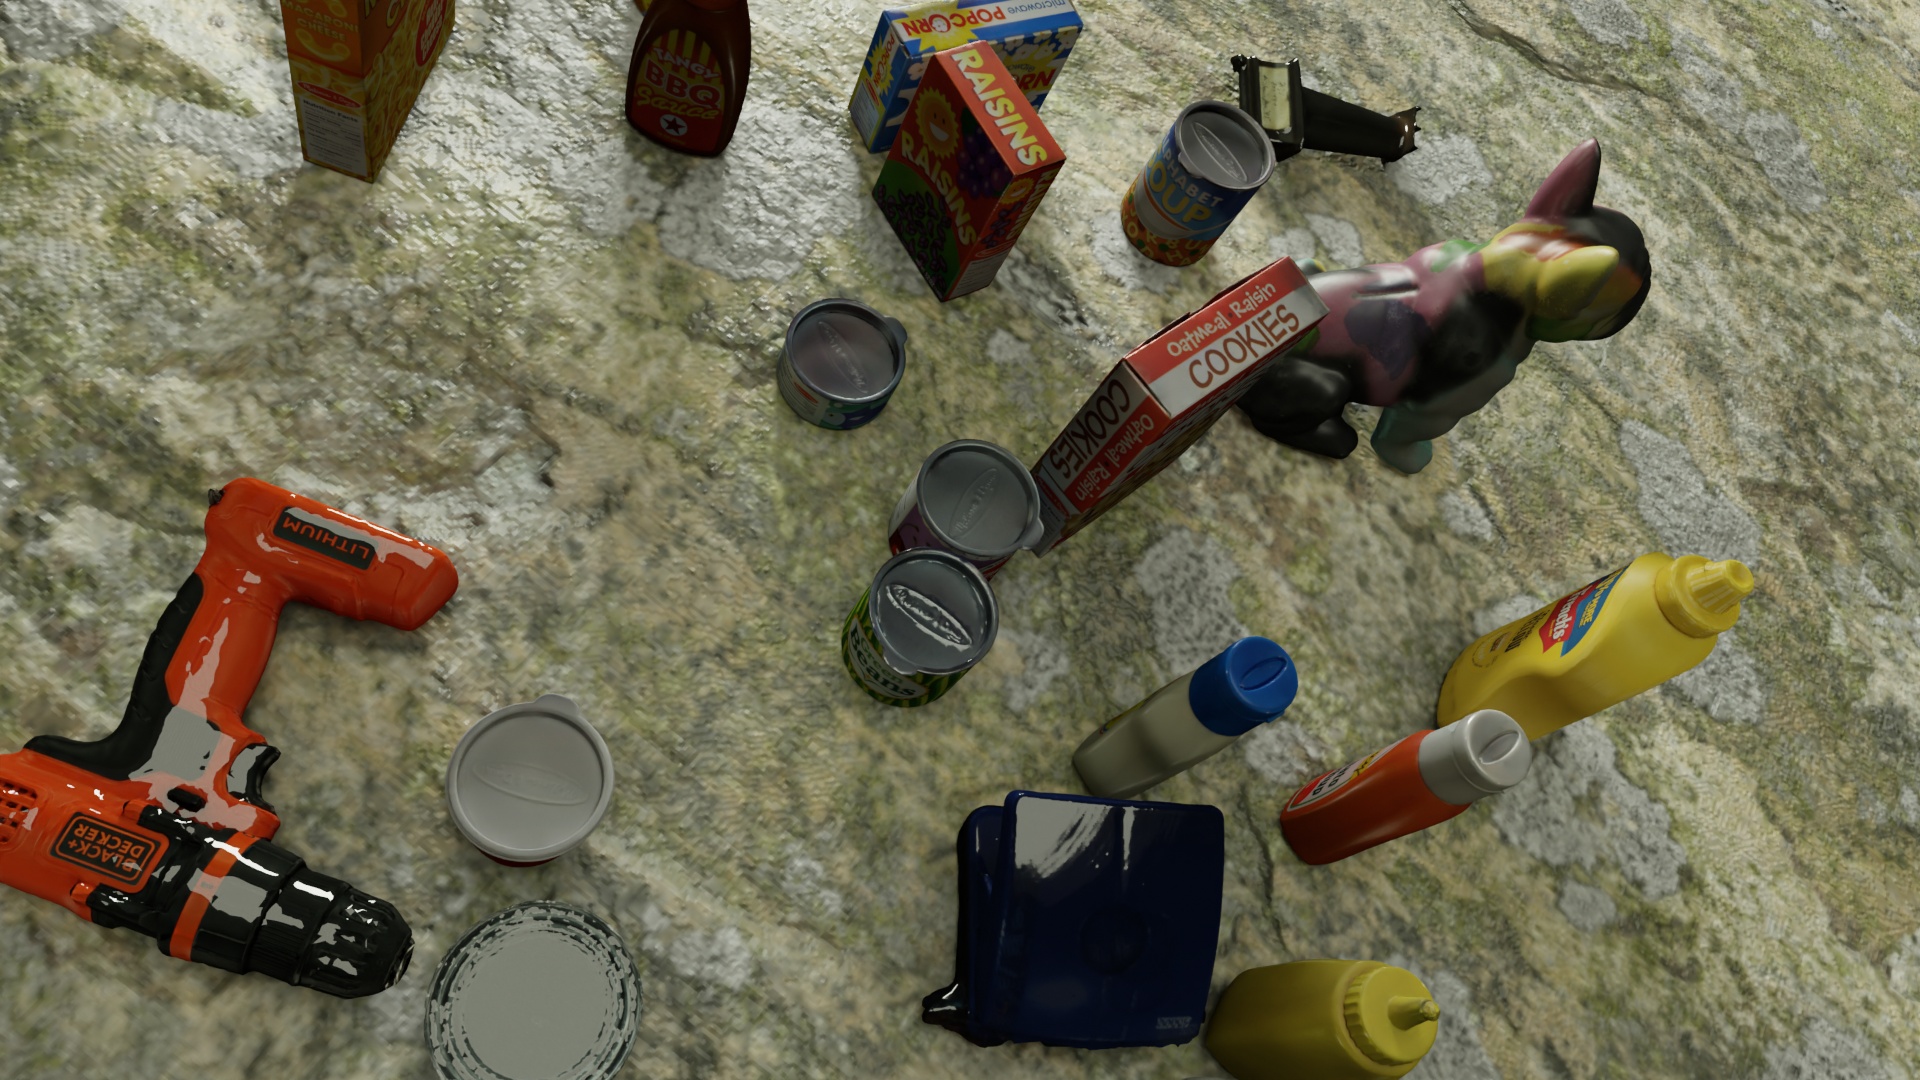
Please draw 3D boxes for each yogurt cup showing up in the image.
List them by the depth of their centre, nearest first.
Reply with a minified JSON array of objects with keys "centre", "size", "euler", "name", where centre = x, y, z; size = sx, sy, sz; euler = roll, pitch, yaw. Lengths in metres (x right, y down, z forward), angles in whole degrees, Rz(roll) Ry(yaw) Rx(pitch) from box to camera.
[{"centre":[-0.188,0.110,0.604],"size":[0.072,0.053,0.072],"euler":[8,64,-17],"name":"yogurt cup"}]

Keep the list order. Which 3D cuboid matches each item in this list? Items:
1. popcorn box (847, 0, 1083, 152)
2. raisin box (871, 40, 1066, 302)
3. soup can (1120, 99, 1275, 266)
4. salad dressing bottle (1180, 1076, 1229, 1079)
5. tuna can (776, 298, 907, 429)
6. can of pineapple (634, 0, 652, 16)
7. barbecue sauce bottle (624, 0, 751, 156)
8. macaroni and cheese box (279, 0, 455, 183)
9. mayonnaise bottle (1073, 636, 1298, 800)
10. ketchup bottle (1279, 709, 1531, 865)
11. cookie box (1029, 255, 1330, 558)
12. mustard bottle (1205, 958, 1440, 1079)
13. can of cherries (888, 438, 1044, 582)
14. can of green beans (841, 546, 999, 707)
[{"centre":[0.003,-0.286,0.840],"size":[0.127,0.085,0.038],"euler":[-21,75,-27],"name":"popcorn box"},{"centre":[0.002,-0.204,0.780],"size":[0.040,0.123,0.086],"euler":[-25,77,-28],"name":"raisin box"},{"centre":[0.143,-0.219,0.861],"size":[0.071,0.083,0.071],"euler":[8,64,-17],"name":"soup can"},{"centre":[0.127,0.260,0.595],"size":[0.044,0.147,0.064],"euler":[-37,83,-29],"name":"salad dressing bottle"},{"centre":[-0.064,-0.097,0.758],"size":[0.071,0.032,0.071],"euler":[8,64,-17],"name":"tuna can"},{"centre":[-0.159,-0.340,0.822],"size":[0.071,0.057,0.071],"euler":[8,64,-17],"name":"can of pineapple"},{"centre":[-0.141,-0.271,0.744],"size":[0.065,0.148,0.044],"euler":[20,61,-11],"name":"barbecue sauce bottle"},{"centre":[-0.288,-0.278,0.683],"size":[0.040,0.165,0.124],"euler":[18,62,-12],"name":"macaroni and cheese box"},{"centre":[0.109,0.086,0.669],"size":[0.065,0.147,0.041],"euler":[-25,77,-28],"name":"mayonnaise bottle"},{"centre":[0.222,0.123,0.693],"size":[0.065,0.148,0.043],"euler":[-26,78,-28],"name":"ketchup bottle"},{"centre":[0.102,-0.067,0.727],"size":[0.123,0.166,0.040],"euler":[-34,82,-29],"name":"cookie box"},{"centre":[0.170,0.218,0.623],"size":[0.065,0.159,0.049],"euler":[35,60,-2],"name":"mustard bottle"},{"centre":[0.003,-0.009,0.726],"size":[0.071,0.058,0.072],"euler":[8,64,-17],"name":"can of cherries"},{"centre":[-0.021,0.044,0.693],"size":[0.071,0.057,0.071],"euler":[8,64,-17],"name":"can of green beans"}]
